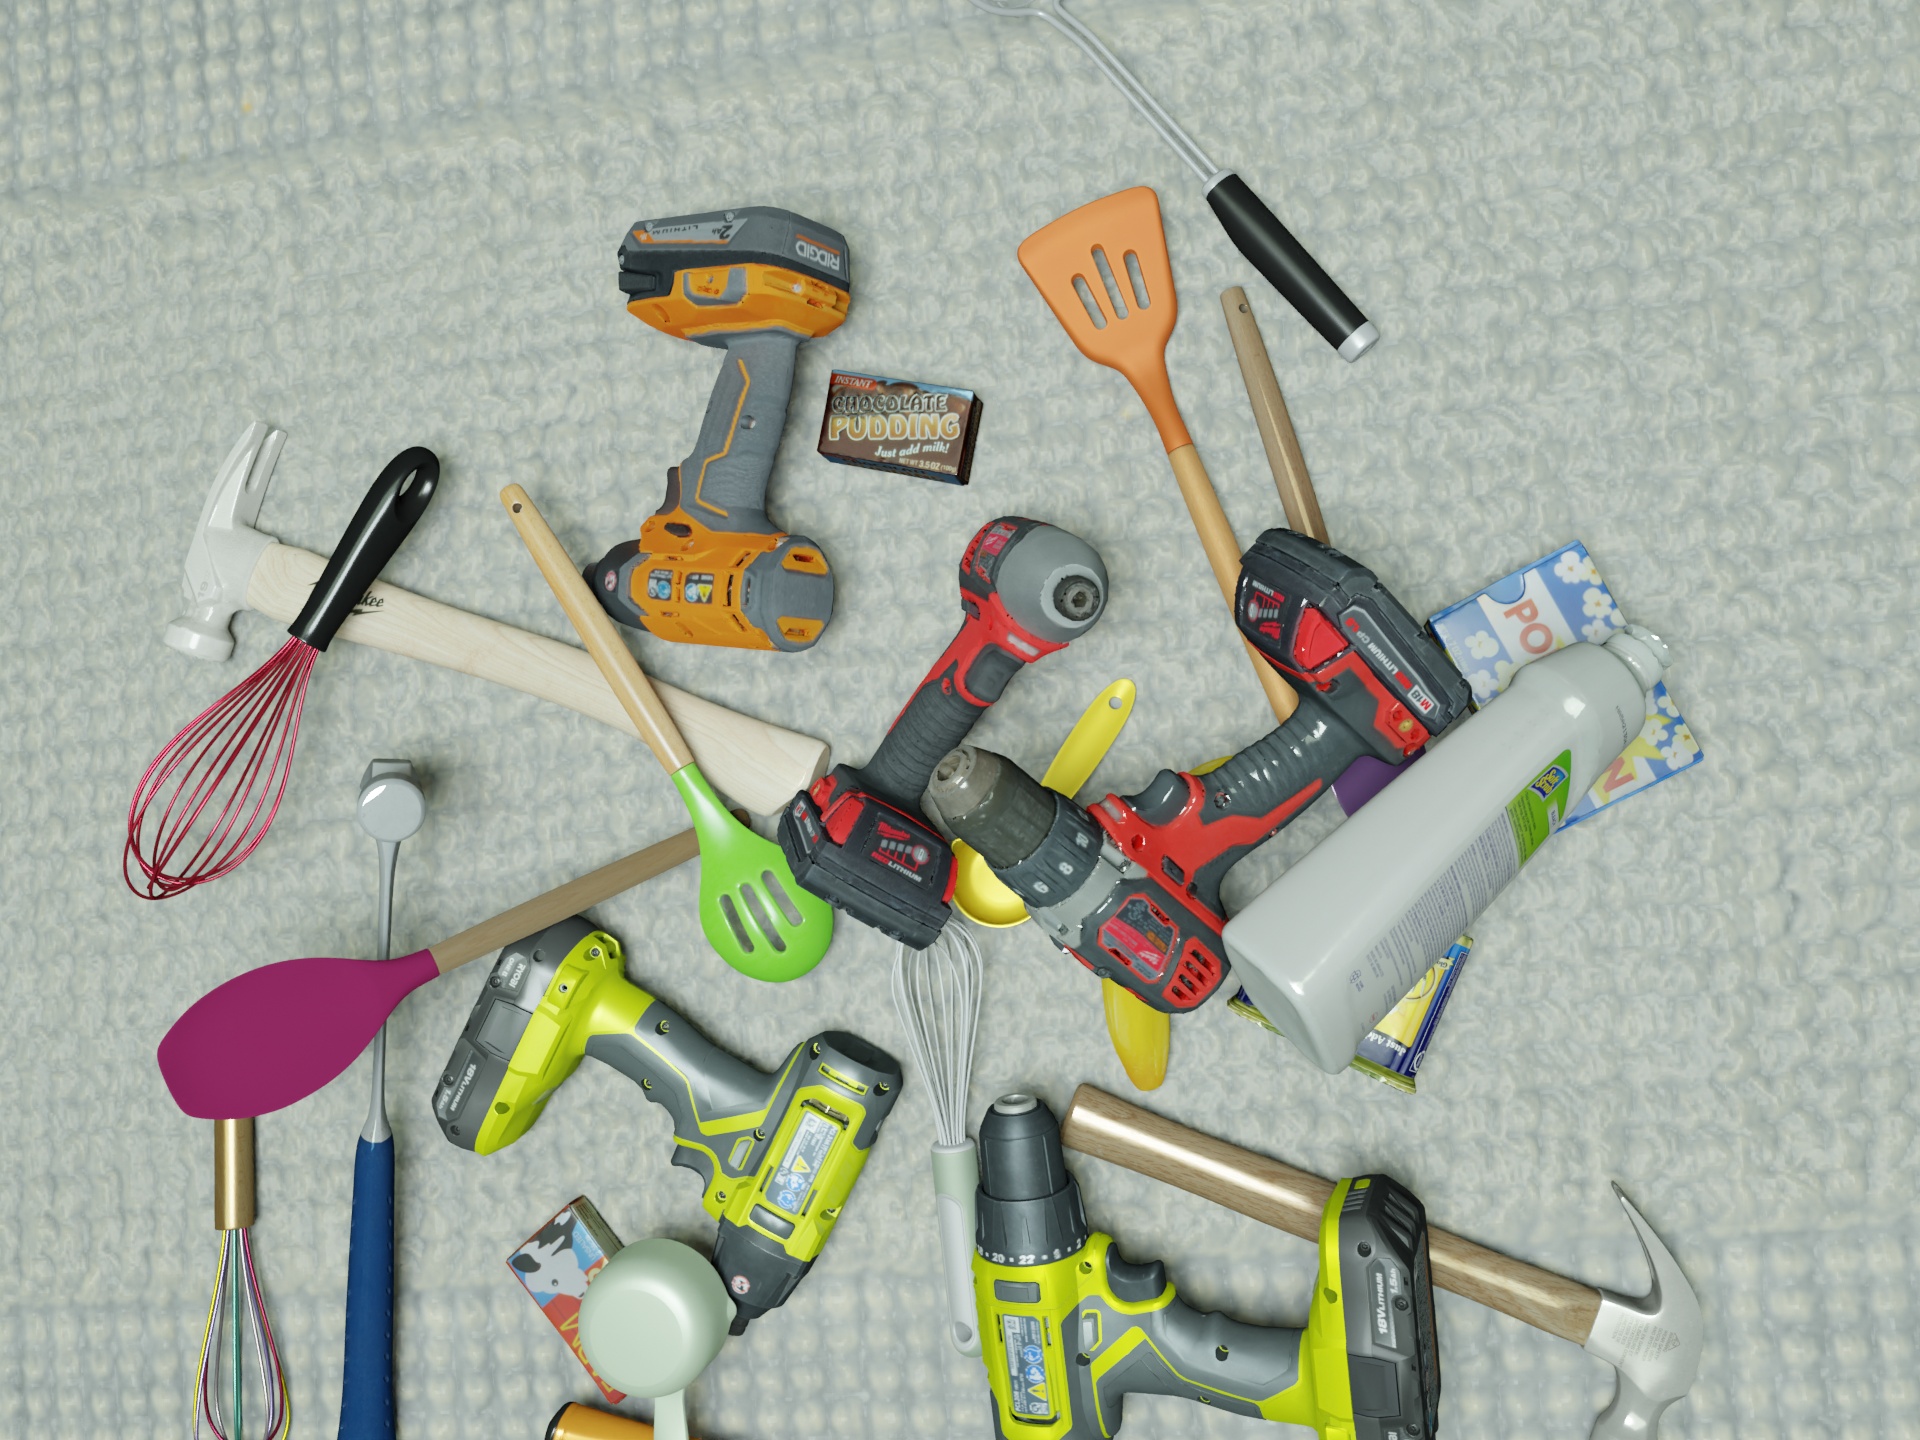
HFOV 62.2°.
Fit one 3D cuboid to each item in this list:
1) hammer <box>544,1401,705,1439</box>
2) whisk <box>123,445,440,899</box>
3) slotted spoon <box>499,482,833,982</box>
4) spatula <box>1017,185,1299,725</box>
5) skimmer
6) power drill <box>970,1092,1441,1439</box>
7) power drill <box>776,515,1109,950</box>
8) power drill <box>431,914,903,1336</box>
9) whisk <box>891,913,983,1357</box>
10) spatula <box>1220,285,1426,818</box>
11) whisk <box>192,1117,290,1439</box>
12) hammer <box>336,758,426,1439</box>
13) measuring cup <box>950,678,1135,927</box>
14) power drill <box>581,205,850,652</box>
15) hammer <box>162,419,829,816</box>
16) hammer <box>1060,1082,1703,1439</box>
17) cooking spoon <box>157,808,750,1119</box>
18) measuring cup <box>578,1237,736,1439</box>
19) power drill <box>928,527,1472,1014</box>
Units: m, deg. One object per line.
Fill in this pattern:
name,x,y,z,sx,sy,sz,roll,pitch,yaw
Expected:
hammer,-0.064,0.421,0.849,0.337,0.034,0.127,12,105,10
whisk,-0.379,-0.028,0.896,0.073,0.073,0.296,30,86,11
slotted spoon,-0.167,0.006,0.869,0.070,0.031,0.314,-32,88,2
spatula,0.125,-0.124,0.845,0.081,0.041,0.323,-23,82,9
skimmer,0.107,-0.345,0.836,0.127,0.090,0.363,-37,83,-24
power drill,0.113,0.283,0.794,0.228,0.080,0.190,-4,95,22
power drill,-0.001,-0.003,0.814,0.078,0.143,0.219,31,93,-17
power drill,-0.165,0.219,0.874,0.223,0.080,0.171,27,93,8
whisk,-0.005,0.222,0.857,0.058,0.059,0.246,-5,91,38
spatula,0.189,-0.082,0.843,0.059,0.018,0.316,-14,83,-17
whisk,-0.426,0.322,0.941,0.047,0.051,0.245,-3,83,-10
hammer,-0.328,0.220,0.897,0.035,0.144,0.405,2,98,-20
measuring cup,0.050,0.044,0.870,0.062,0.029,0.156,33,82,10
power drill,-0.142,-0.155,0.874,0.164,0.084,0.226,6,92,34
hammer,-0.265,-0.048,0.924,0.411,0.038,0.146,19,90,11
hammer,0.211,0.261,0.821,0.331,0.031,0.130,20,92,11
cooking spoon,-0.252,0.116,0.835,0.319,0.017,0.069,-25,91,-26
measuring cup,-0.159,0.358,0.828,0.083,0.038,0.167,-3,91,12
power drill,0.110,0.016,0.758,0.187,0.080,0.226,40,93,-28
